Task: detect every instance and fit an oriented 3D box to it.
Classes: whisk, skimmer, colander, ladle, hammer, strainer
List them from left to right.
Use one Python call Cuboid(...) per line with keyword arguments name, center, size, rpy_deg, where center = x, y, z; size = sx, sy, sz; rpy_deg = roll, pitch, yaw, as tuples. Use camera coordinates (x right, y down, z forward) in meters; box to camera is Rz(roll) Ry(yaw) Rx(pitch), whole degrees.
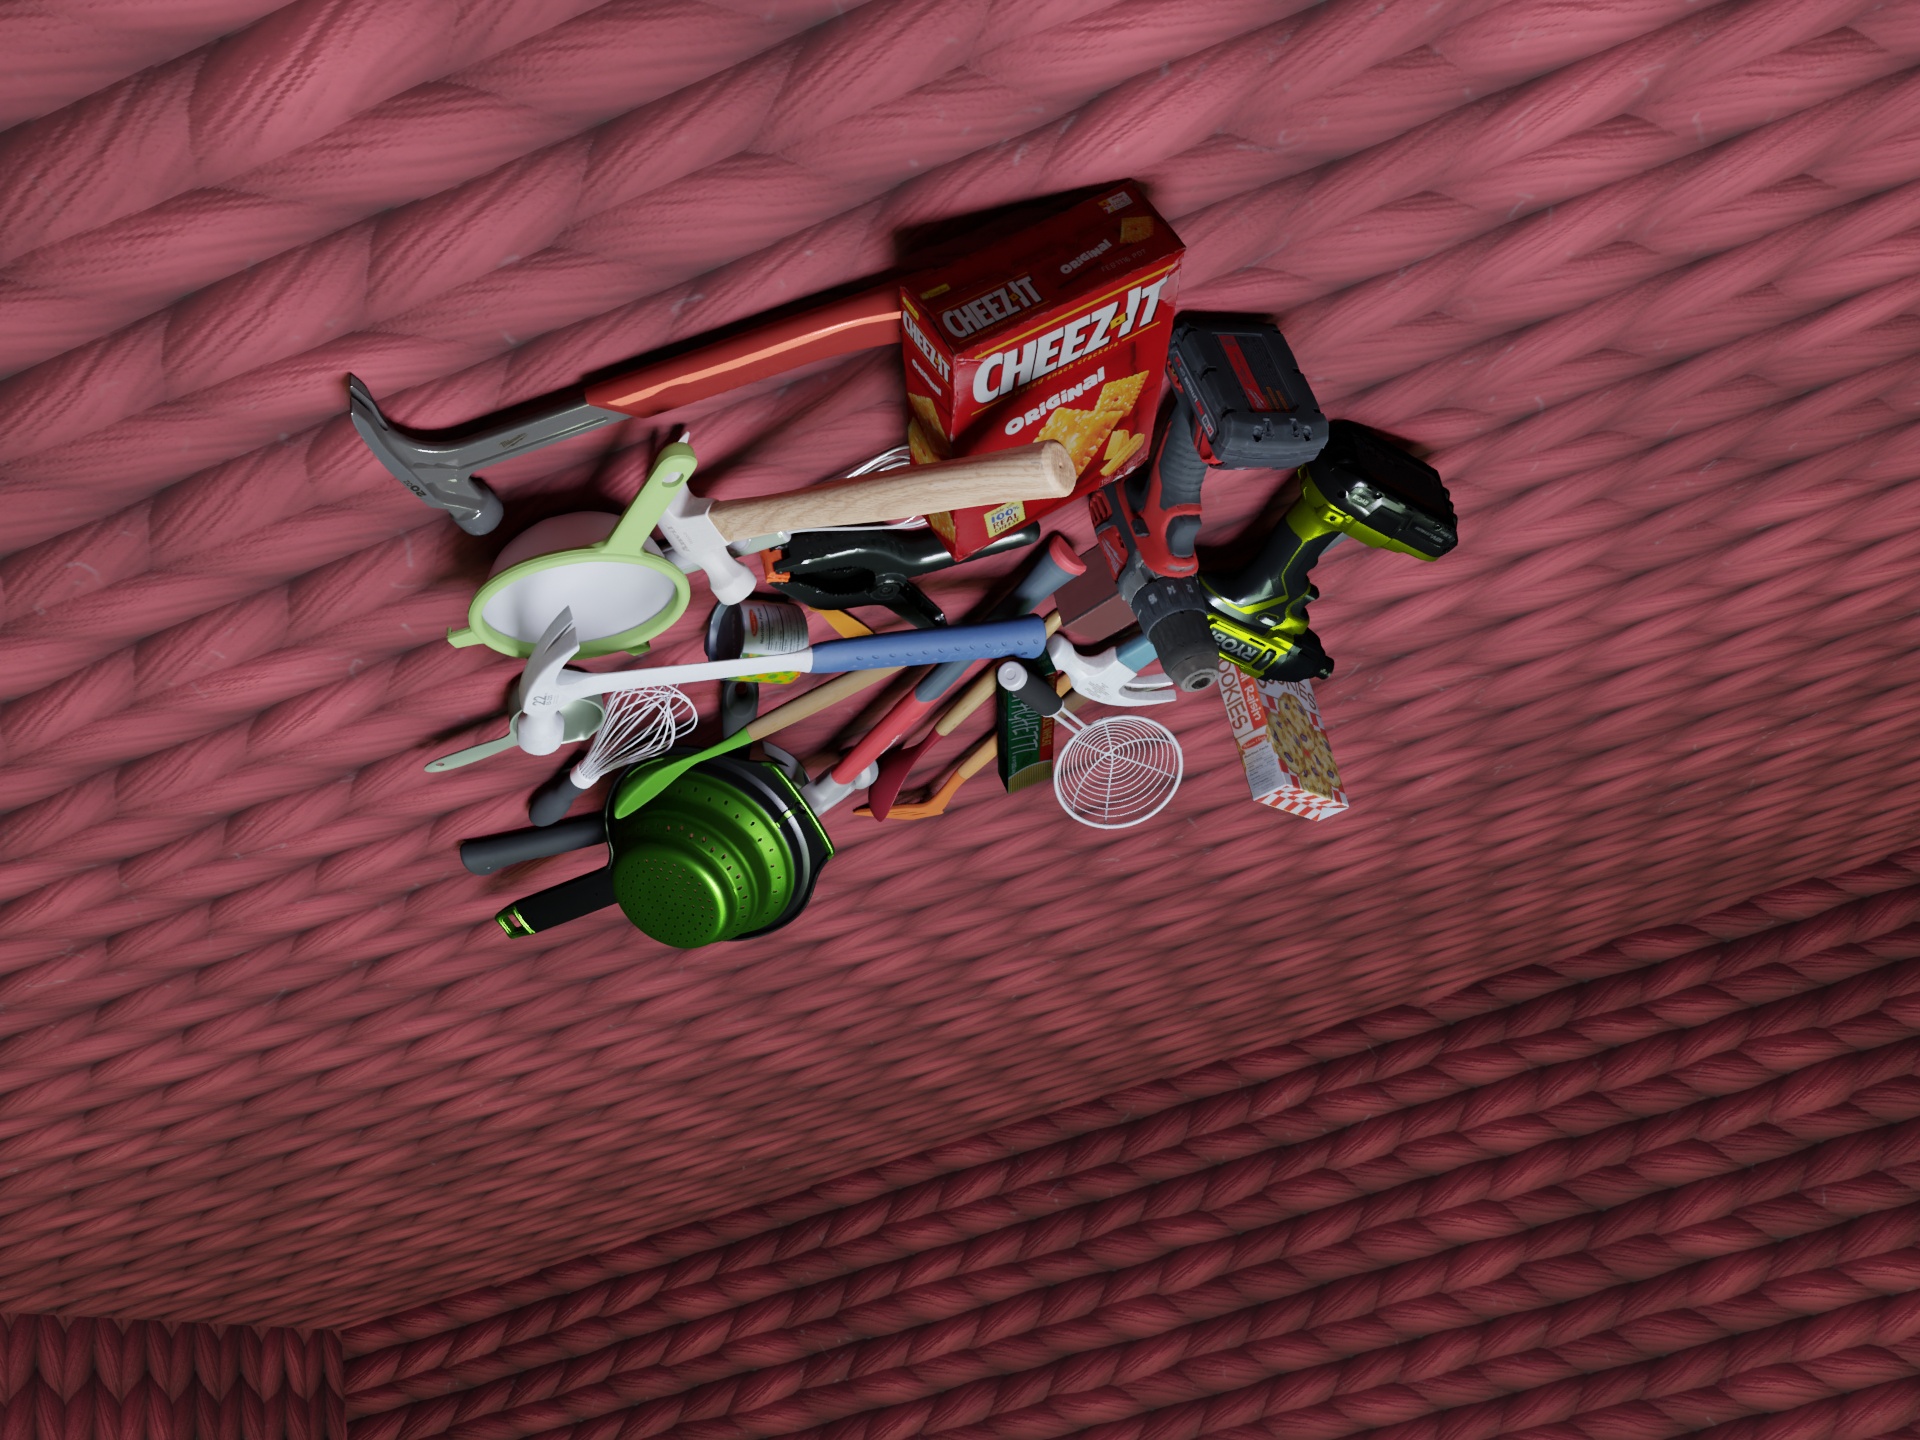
Cuboid(name="strainer", center=(-0.241, -0.127, 1.070), size=(0.151, 0.069, 0.256), rpy_deg=(1, 152, -35))
Cuboid(name="whisk", center=(-0.311, 0.034, 1.381), size=(0.070, 0.070, 0.284), rpy_deg=(7, 151, -37))
Cuboid(name="colander", center=(-0.301, 0.157, 1.432), size=(0.397, 0.094, 0.204), rpy_deg=(-22, 111, 31))
Cuboid(name="hammer", center=(-0.308, 0.094, 1.520), size=(0.334, 0.035, 0.146), rpy_deg=(-12, 154, -5))
Cuboid(name="hammer", center=(-0.183, -0.213, 0.981), size=(0.359, 0.037, 0.149), rpy_deg=(-17, 154, 6))
Cuboid(name="whisk", center=(-0.204, 0.066, 1.430), size=(0.073, 0.073, 0.295), rpy_deg=(-5, 134, -18))
Cuboid(name="whisk", center=(-0.120, -0.142, 1.142), size=(0.246, 0.058, 0.059), rpy_deg=(-16, -176, 11))
Cuboid(name="hammer", center=(-0.123, -0.047, 1.192), size=(0.405, 0.035, 0.144), rpy_deg=(-8, 151, -23))
Cuboid(name="hammer", center=(-0.073, -0.141, 1.010), size=(0.331, 0.031, 0.129), rpy_deg=(-3, 137, 38))
Cuboid(name="hammer", center=(-0.030, -0.025, 1.371), size=(0.386, 0.038, 0.143), rpy_deg=(-43, 174, 39))
Cuboid(name="ladle", center=(-0.002, -0.005, 1.474), size=(0.031, 0.069, 0.315), rpy_deg=(28, 130, -22))
Cuboid(name="skimmer", center=(0.110, 0.023, 1.409), size=(0.127, 0.090, 0.363), rpy_deg=(-33, 161, 10))
Cuboid(name="hammer", center=(0.232, -0.111, 1.379), size=(0.331, 0.033, 0.128), rpy_deg=(-34, 133, 28))

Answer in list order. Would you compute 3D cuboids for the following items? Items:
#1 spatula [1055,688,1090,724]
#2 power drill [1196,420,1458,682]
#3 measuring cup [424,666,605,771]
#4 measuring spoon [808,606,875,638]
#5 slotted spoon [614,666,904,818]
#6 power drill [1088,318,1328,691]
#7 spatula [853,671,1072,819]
Cuboid(name="spatula", center=(0.144, -0.049, 1.490), size=(0.059, 0.018, 0.316), rpy_deg=(17, 139, -37))
Cuboid(name="power drill", center=(0.288, -0.122, 1.295), size=(0.171, 0.080, 0.223), rpy_deg=(22, 134, -22))
Cuboid(name="measuring cup", center=(-0.370, 0.001, 1.304), size=(0.167, 0.038, 0.083), rpy_deg=(-20, 153, 15))
Cuboid(name="measuring spoon", center=(-0.095, -0.082, 1.314), size=(0.021, 0.011, 0.116), rpy_deg=(-23, 156, 15))
Cuboid(name="slotted spoon", center=(-0.151, -0.001, 1.316), size=(0.314, 0.031, 0.070), rpy_deg=(-26, 175, 3))
Cuboid(name="power drill", center=(0.170, -0.148, 1.125), size=(0.080, 0.188, 0.226), rpy_deg=(-4, 148, -22))
Cuboid(name="spatula", center=(0.014, 0.031, 1.579), size=(0.081, 0.041, 0.322), rpy_deg=(9, 141, -40))
